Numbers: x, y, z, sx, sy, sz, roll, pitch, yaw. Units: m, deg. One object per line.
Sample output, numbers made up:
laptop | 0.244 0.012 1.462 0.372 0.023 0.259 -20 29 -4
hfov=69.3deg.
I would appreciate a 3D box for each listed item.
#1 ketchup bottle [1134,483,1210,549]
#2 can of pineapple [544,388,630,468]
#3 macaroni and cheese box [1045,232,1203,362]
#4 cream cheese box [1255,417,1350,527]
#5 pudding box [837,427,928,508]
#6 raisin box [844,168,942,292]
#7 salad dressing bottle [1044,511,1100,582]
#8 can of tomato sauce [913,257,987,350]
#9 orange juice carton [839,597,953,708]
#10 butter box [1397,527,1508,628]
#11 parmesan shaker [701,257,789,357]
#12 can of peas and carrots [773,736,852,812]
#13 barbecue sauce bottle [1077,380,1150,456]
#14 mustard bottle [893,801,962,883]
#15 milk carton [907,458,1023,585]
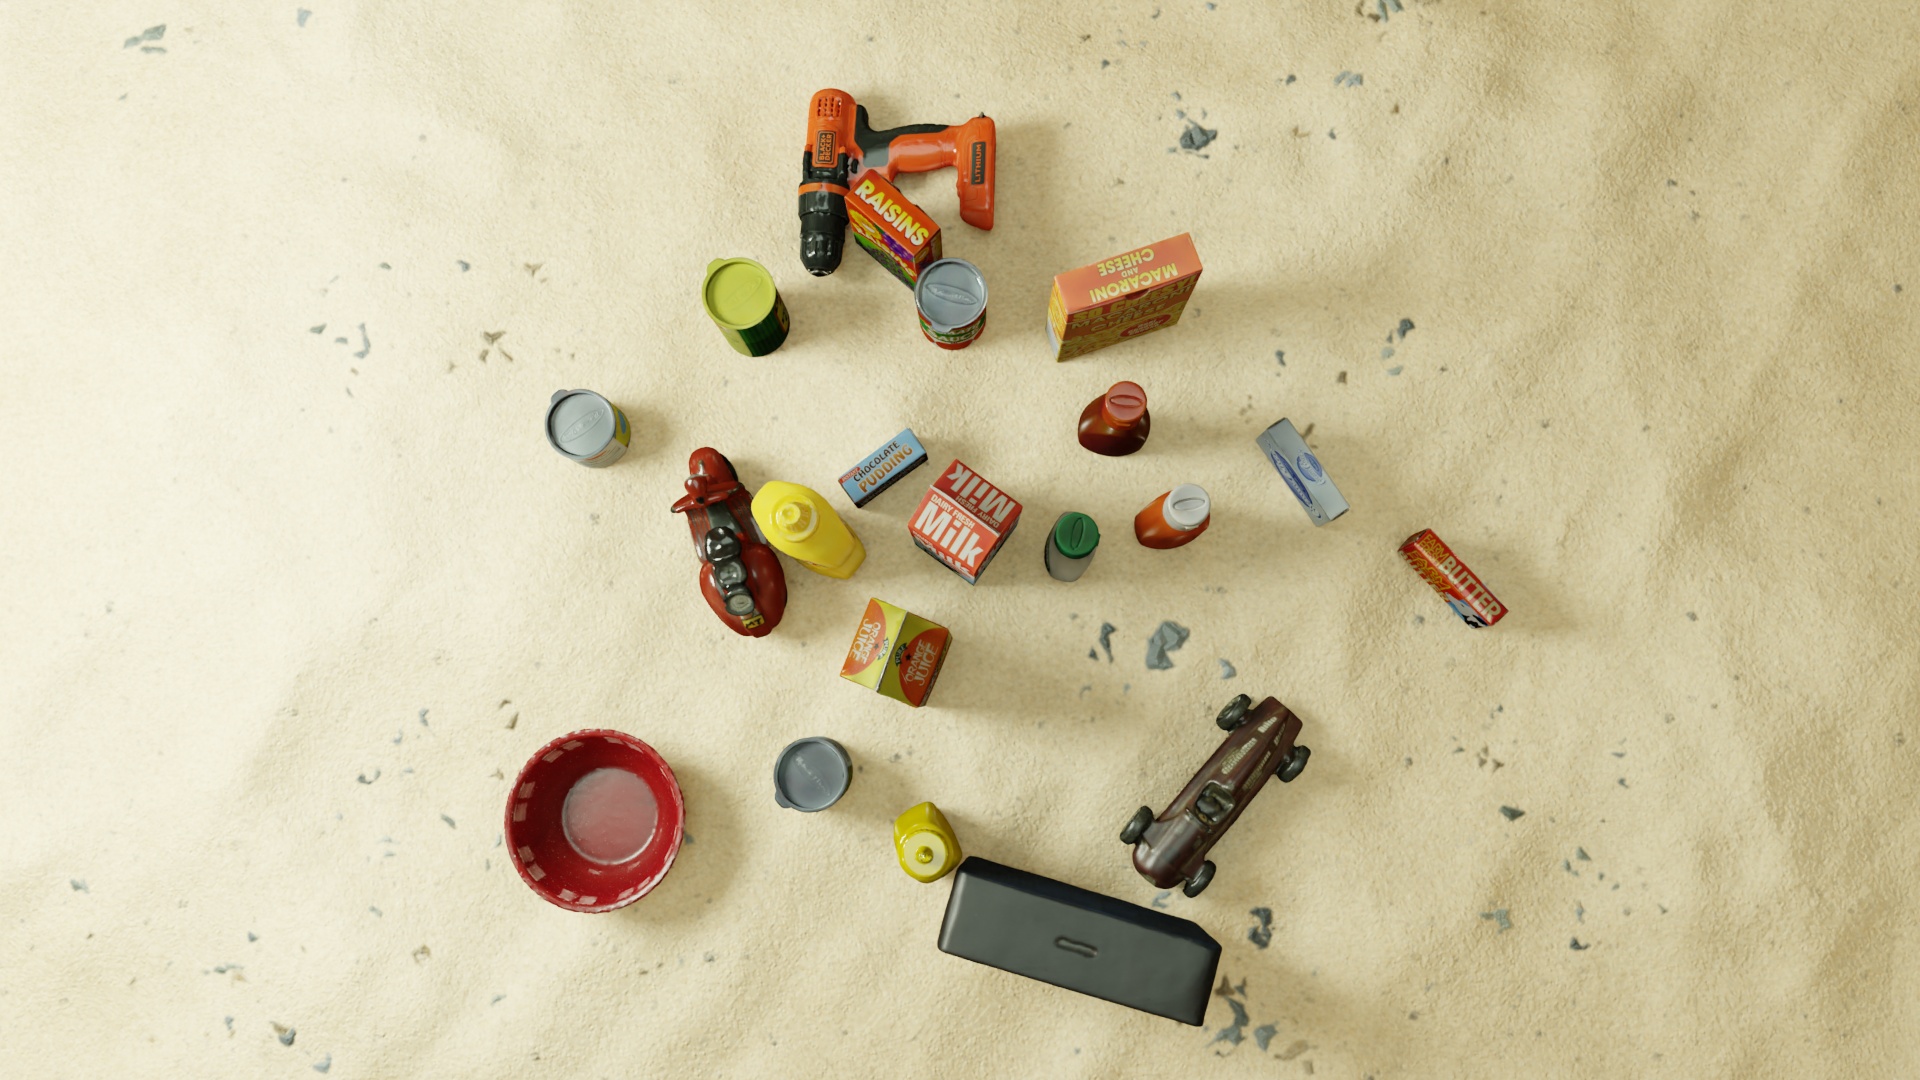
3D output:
ketchup bottle | 0.193 -0.021 1.232 0.065 0.148 0.043 -10 83 0
can of pineapple | -0.347 -0.105 1.294 0.071 0.058 0.071 0 83 1
macaroni and cheese box | 0.143 -0.214 1.248 0.124 0.166 0.040 -18 84 -1
cream cheese box | 0.316 -0.062 1.284 0.024 0.053 0.104 -33 84 -3
pudding box | -0.072 -0.067 1.290 0.084 0.049 0.030 -36 84 -4
raisin box | -0.059 -0.282 1.280 0.086 0.123 0.040 42 86 5
salad dressing bottle | 0.099 0.002 1.231 0.044 0.147 0.064 14 84 2
can of tomato sauce | -0.008 -0.217 1.292 0.071 0.083 0.071 0 83 1
orange juice carton | -0.054 0.098 1.198 0.073 0.192 0.072 22 84 3
butter box | 0.449 0.036 1.270 0.024 0.053 0.103 -42 84 -4
parmesan shaker | -0.198 -0.216 1.284 0.071 0.103 0.071 0 83 1
can of peas and carrots | -0.133 0.212 1.252 0.071 0.058 0.071 0 83 1
barbecue sauce bottle | 0.141 -0.109 1.243 0.065 0.148 0.043 6 84 2
mustard bottle | -0.030 0.263 1.193 0.049 0.160 0.065 -31 84 -3
milk carton | 0.004 -0.015 1.212 0.072 0.190 0.073 35 85 4
